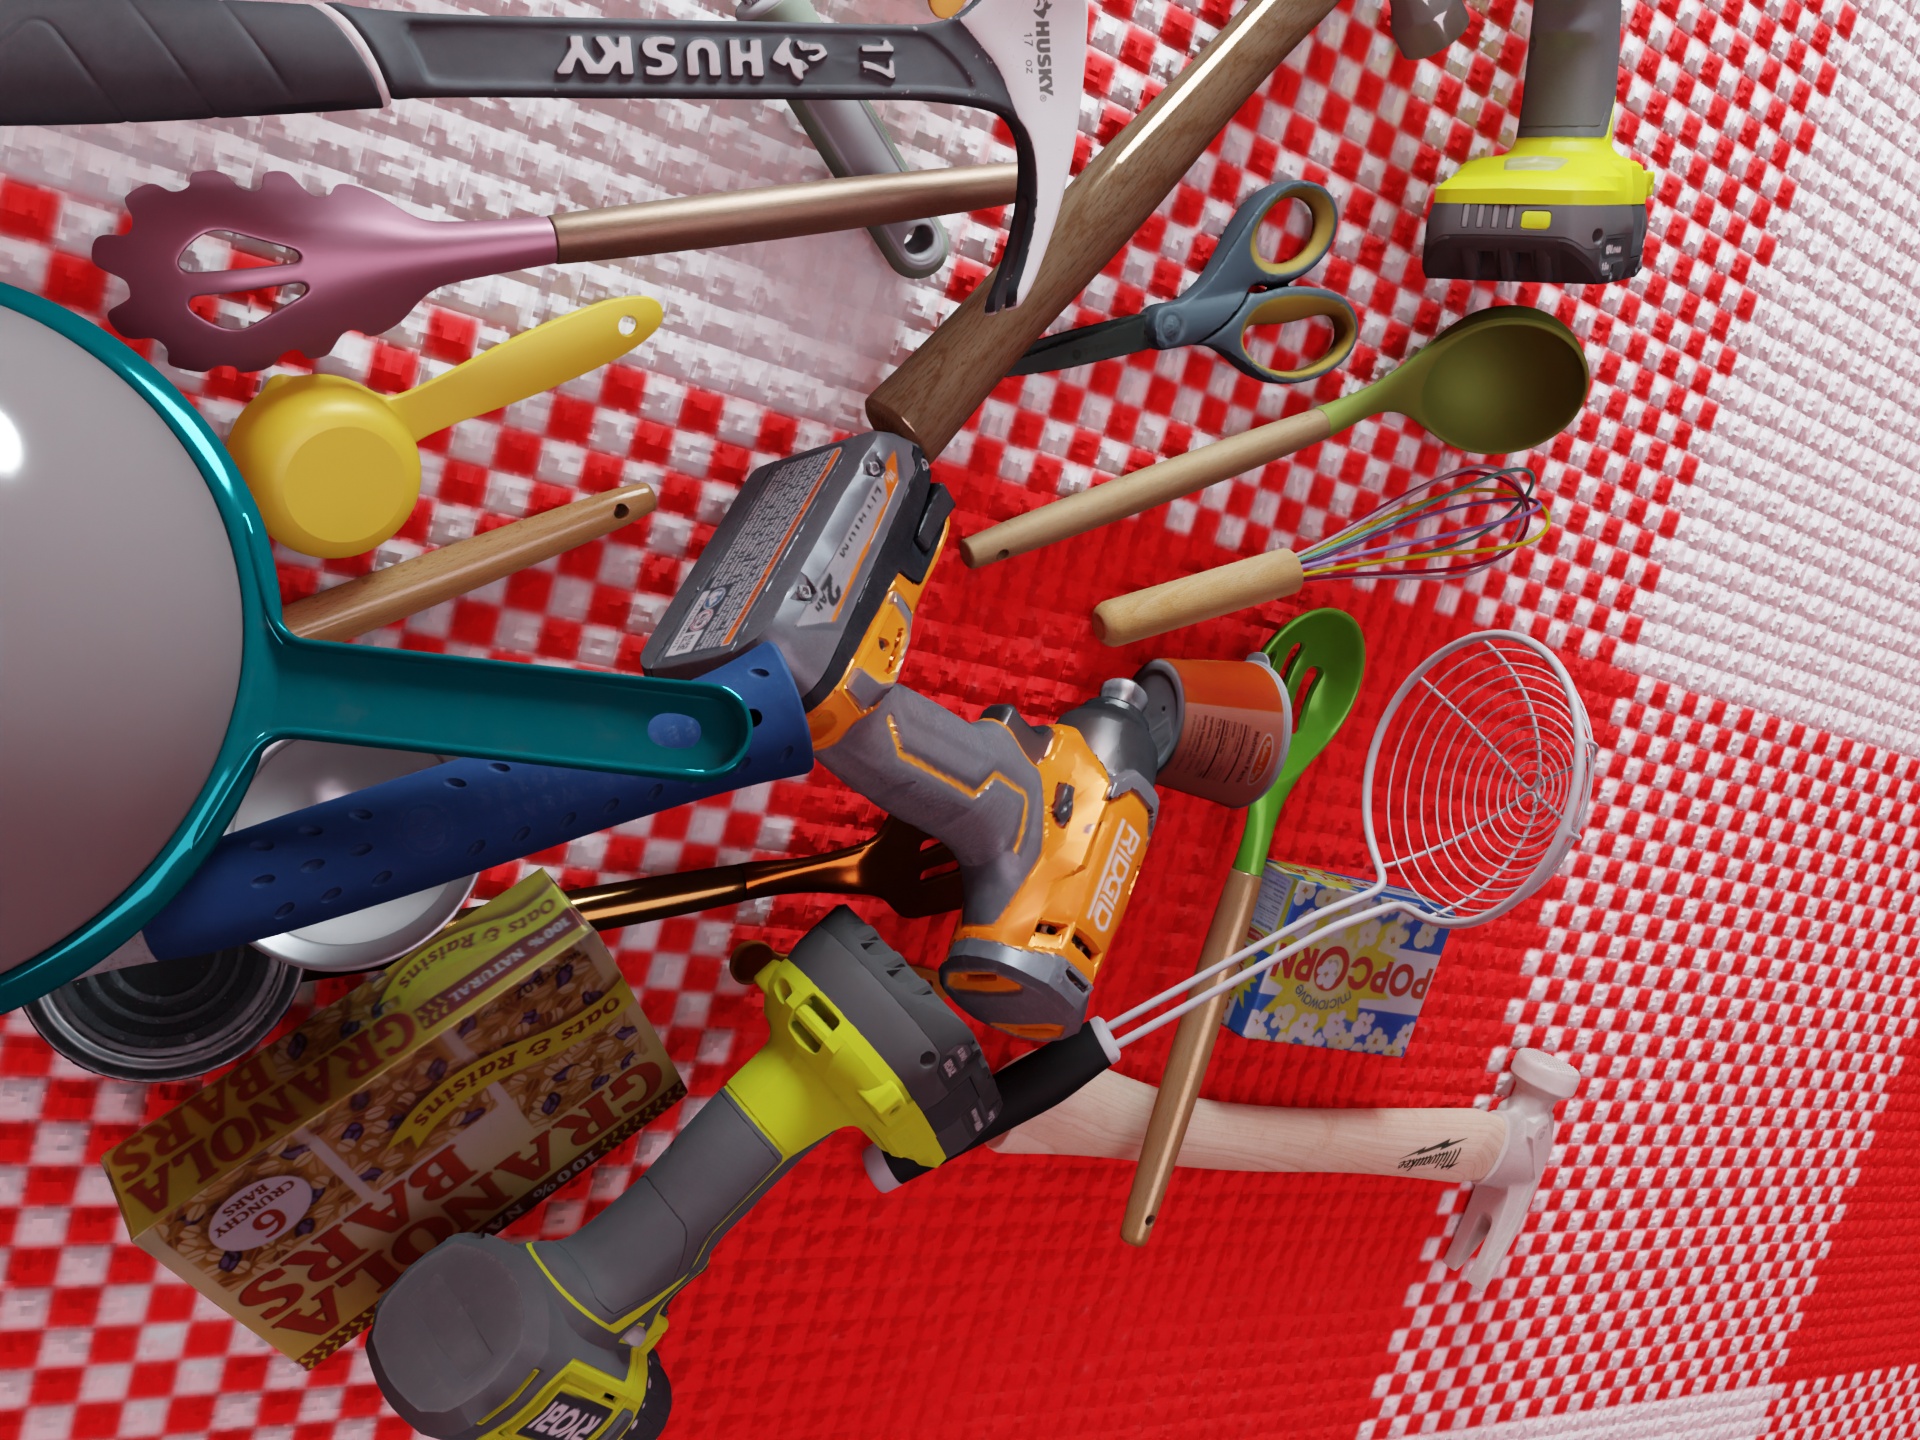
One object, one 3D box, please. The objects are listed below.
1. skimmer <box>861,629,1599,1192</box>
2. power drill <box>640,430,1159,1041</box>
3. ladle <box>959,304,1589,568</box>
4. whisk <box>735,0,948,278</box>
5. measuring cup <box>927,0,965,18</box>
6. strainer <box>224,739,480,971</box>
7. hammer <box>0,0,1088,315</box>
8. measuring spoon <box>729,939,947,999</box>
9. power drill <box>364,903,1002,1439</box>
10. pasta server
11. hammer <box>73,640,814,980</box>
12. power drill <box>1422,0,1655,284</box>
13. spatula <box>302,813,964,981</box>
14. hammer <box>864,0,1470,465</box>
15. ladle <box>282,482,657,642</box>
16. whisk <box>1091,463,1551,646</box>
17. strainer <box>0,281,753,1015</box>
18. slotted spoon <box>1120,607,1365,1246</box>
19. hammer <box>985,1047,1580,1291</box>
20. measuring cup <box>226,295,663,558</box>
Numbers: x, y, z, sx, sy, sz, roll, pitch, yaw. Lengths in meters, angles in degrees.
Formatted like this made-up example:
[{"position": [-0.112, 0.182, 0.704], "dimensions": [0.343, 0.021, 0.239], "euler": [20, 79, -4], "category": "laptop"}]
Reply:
[{"position": [0.104, 0.091, 0.685], "dimensions": [0.363, 0.127, 0.090], "euler": [-30, 126, 4], "category": "skimmer"}, {"position": [-0.001, -0.002, 0.617], "dimensions": [0.226, 0.084, 0.164], "euler": [48, 51, -32], "category": "power drill"}, {"position": [0.146, -0.117, 0.705], "dimensions": [0.320, 0.062, 0.078], "euler": [-22, 145, -21], "category": "ladle"}, {"position": [-0.069, -0.249, 0.532], "dimensions": [0.058, 0.059, 0.246], "euler": [-39, 127, -2], "category": "whisk"}, {"position": [0.007, -0.330, 0.550], "dimensions": [0.095, 0.052, 0.173], "euler": [11, 101, -34], "category": "measuring cup"}, {"position": [-0.250, 0.058, 0.475], "dimensions": [0.258, 0.050, 0.087], "euler": [-20, 78, -18], "category": "strainer"}, {"position": [-0.153, -0.186, 0.458], "dimensions": [0.409, 0.036, 0.149], "euler": [-8, 100, -17], "category": "hammer"}, {"position": [-0.050, 0.108, 0.684], "dimensions": [0.116, 0.011, 0.021], "euler": [16, 103, -38], "category": "measuring spoon"}, {"position": [-0.094, 0.194, 0.618], "dimensions": [0.228, 0.080, 0.190], "euler": [-41, 151, -14], "category": "power drill"}, {"position": [-0.111, -0.163, 0.526], "dimensions": [0.316, 0.040, 0.060], "euler": [-16, 114, -24], "category": "pasta server"}, {"position": [-0.235, 0.064, 0.440], "dimensions": [0.405, 0.035, 0.144], "euler": [-18, 87, -15], "category": "hammer"}, {"position": [0.253, -0.301, 0.669], "dimensions": [0.171, 0.080, 0.223], "euler": [-28, 123, -54], "category": "power drill"}, {"position": [-0.113, 0.065, 0.623], "dimensions": [0.322, 0.041, 0.081], "euler": [-8, 109, -26], "category": "spatula"}, {"position": [0.078, -0.230, 0.630], "dimensions": [0.331, 0.031, 0.129], "euler": [-49, 123, -13], "category": "hammer"}, {"position": [-0.241, -0.020, 0.511], "dimensions": [0.315, 0.031, 0.069], "euler": [-26, 120, -25], "category": "ladle"}, {"position": [0.172, -0.074, 0.732], "dimensions": [0.245, 0.051, 0.047], "euler": [-17, 70, -19], "category": "whisk"}, {"position": [-0.219, -0.019, 0.388], "dimensions": [0.340, 0.095, 0.211], "euler": [7, 80, -11], "category": "strainer"}, {"position": [0.126, 0.096, 0.755], "dimensions": [0.070, 0.031, 0.314], "euler": [19, 87, -34], "category": "slotted spoon"}, {"position": [0.177, 0.232, 0.850], "dimensions": [0.410, 0.038, 0.146], "euler": [14, 99, -34], "category": "hammer"}, {"position": [-0.162, -0.103, 0.525], "dimensions": [0.156, 0.029, 0.062], "euler": [-31, 132, -21], "category": "measuring cup"}]
